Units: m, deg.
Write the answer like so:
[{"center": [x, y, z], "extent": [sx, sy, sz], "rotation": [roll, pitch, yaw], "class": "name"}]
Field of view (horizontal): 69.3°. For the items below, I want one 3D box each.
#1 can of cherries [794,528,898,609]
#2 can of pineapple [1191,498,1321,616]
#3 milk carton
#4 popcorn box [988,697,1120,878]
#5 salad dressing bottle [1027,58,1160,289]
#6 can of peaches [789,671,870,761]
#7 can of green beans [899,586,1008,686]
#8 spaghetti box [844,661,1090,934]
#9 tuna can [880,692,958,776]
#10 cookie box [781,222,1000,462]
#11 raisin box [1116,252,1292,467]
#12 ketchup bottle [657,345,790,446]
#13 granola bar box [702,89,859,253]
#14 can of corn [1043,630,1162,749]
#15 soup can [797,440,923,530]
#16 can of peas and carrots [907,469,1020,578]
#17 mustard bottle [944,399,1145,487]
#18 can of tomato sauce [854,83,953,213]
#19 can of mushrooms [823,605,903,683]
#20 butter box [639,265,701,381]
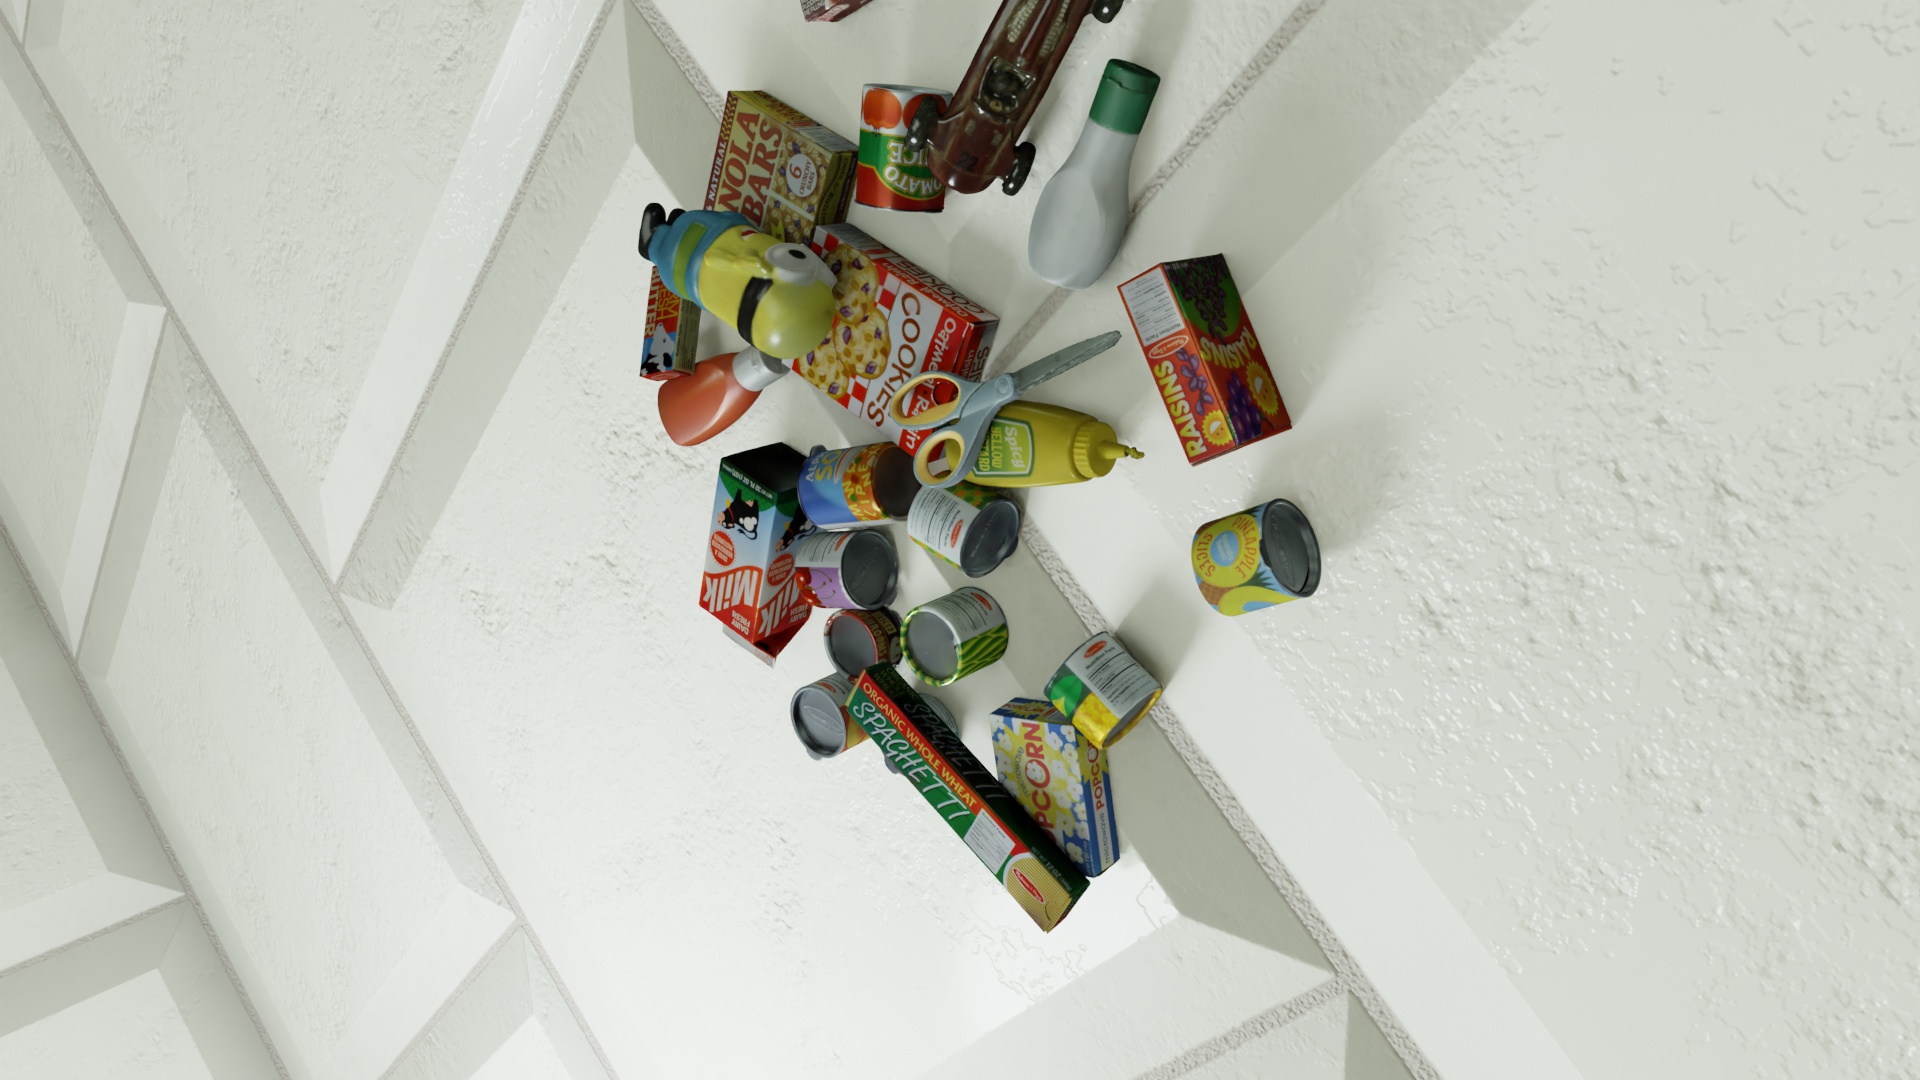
[{"center": [-0.093, 0.026, 1.149], "extent": [0.058, 0.072, 0.071], "rotation": [-3, 102, 41], "class": "can of cherries"}, {"center": [0.190, 0.011, 0.900], "extent": [0.057, 0.071, 0.071], "rotation": [-21, 90, 42], "class": "can of pineapple"}, {"center": [-0.171, 0.018, 1.207], "extent": [0.072, 0.074, 0.189], "rotation": [32, 122, 29], "class": "milk carton"}, {"center": [0.073, 0.191, 1.077], "extent": [0.085, 0.038, 0.126], "rotation": [2, 105, 42], "class": "popcorn box"}, {"center": [0.090, -0.242, 0.923], "extent": [0.064, 0.044, 0.147], "rotation": [38, 124, 28], "class": "salad dressing bottle"}, {"center": [-0.104, 0.150, 1.202], "extent": [0.071, 0.058, 0.071], "rotation": [14, 113, 36], "class": "can of peaches"}, {"center": [-0.005, 0.076, 1.094], "extent": [0.071, 0.058, 0.071], "rotation": [14, 113, 37], "class": "can of green beans"}, {"center": [0.001, 0.197, 1.096], "extent": [0.250, 0.029, 0.050], "rotation": [45, 129, 23], "class": "spaghetti box"}, {"center": [-0.037, 0.165, 1.166], "extent": [0.071, 0.033, 0.070], "rotation": [14, 112, 37], "class": "tuna can"}, {"center": [-0.059, -0.154, 1.079], "extent": [0.168, 0.040, 0.122], "rotation": [37, 124, 26], "class": "cookie box"}, {"center": [0.156, -0.116, 0.877], "extent": [0.040, 0.086, 0.123], "rotation": [-23, 89, 38], "class": "raisin box"}, {"center": [-0.205, -0.133, 1.207], "extent": [0.148, 0.044, 0.065], "rotation": [-22, 83, 42], "class": "ketchup bottle"}, {"center": [-0.154, -0.263, 1.126], "extent": [0.124, 0.039, 0.164], "rotation": [37, 124, 27], "class": "granola bar box"}, {"center": [0.103, 0.111, 1.009], "extent": [0.058, 0.071, 0.070], "rotation": [45, 128, 20], "class": "can of corn"}, {"center": [-0.079, -0.046, 1.113], "extent": [0.083, 0.071, 0.071], "rotation": [-5, 100, 41], "class": "soup can"}, {"center": [0.004, -0.013, 1.054], "extent": [0.059, 0.071, 0.070], "rotation": [31, 122, 33], "class": "can of peas and carrots"}, {"center": [0.061, -0.069, 0.998], "extent": [0.160, 0.049, 0.065], "rotation": [6, 104, 39], "class": "mustard bottle"}, {"center": [-0.040, -0.284, 1.004], "extent": [0.071, 0.071, 0.082], "rotation": [21, 116, 34], "class": "can of tomato sauce"}, {"center": [-0.082, 0.085, 1.179], "extent": [0.071, 0.033, 0.070], "rotation": [14, 112, 38], "class": "can of mushrooms"}, {"center": [-0.252, -0.193, 1.217], "extent": [0.053, 0.024, 0.103], "rotation": [-3, 78, 42], "class": "butter box"}]
